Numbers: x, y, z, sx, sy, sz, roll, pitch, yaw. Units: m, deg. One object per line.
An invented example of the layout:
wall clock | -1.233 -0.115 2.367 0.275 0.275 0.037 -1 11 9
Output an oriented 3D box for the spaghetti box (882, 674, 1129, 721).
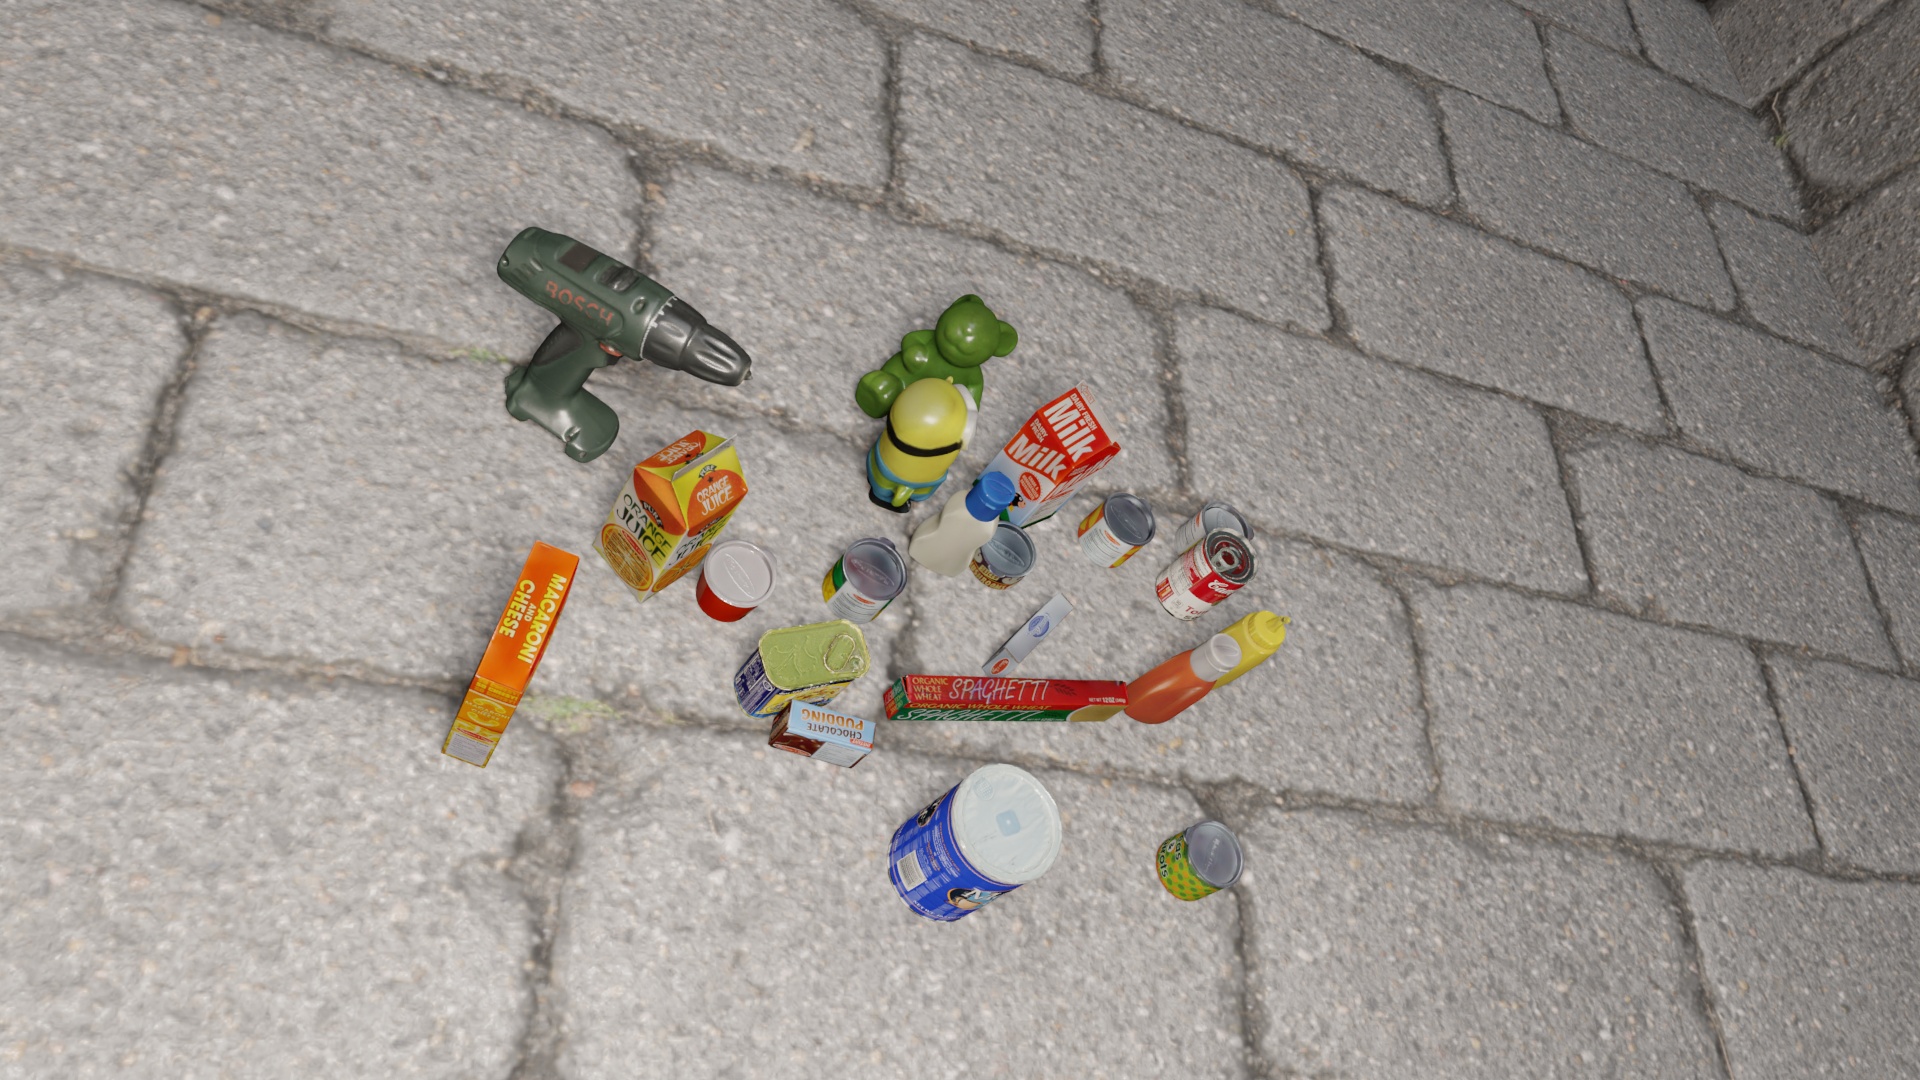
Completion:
spaghetti box | 0.047 0.155 1.353 0.250 0.050 0.029 4 61 -28

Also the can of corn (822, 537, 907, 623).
can of corn | -0.092 0.038 1.339 0.071 0.058 0.071 14 57 -22

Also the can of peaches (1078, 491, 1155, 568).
can of peaches | 0.171 -0.012 1.518 0.071 0.057 0.071 14 57 -22

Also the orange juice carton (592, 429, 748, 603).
orange juice carton | -0.248 -0.028 1.203 0.073 0.191 0.072 49 51 4

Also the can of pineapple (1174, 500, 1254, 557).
can of pineapple | 0.287 -0.002 1.577 0.071 0.057 0.071 14 57 -22

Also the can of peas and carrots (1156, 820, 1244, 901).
can of peas and carrots | 0.232 0.313 1.359 0.071 0.058 0.071 14 57 -22

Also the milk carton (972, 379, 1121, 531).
milk carton | 0.097 -0.087 1.434 0.074 0.189 0.072 -22 75 -37

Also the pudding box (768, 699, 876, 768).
pudding box | -0.124 0.174 1.245 0.084 0.049 0.030 19 55 -19

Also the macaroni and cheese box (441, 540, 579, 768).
macaroni and cheese box | -0.353 0.091 1.089 0.040 0.165 0.124 24 53 -16

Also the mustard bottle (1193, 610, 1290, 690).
mustard bottle | 0.295 0.110 1.450 0.065 0.159 0.049 -13 70 -34

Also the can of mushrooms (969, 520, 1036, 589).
can of mushrooms | 0.041 0.017 1.442 0.071 0.033 0.071 14 57 -22

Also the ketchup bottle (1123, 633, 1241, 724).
ketchup bottle | 0.225 0.140 1.400 0.065 0.148 0.044 10 58 -24

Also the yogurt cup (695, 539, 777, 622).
yogurt cup | -0.209 0.040 1.274 0.072 0.053 0.073 14 57 -22

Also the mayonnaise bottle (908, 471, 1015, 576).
mayonnaise bottle | 0.005 -0.017 1.368 0.065 0.147 0.041 28 53 -13

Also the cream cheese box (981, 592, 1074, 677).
cream cheese box | 0.068 0.097 1.397 0.024 0.053 0.104 47 51 2
